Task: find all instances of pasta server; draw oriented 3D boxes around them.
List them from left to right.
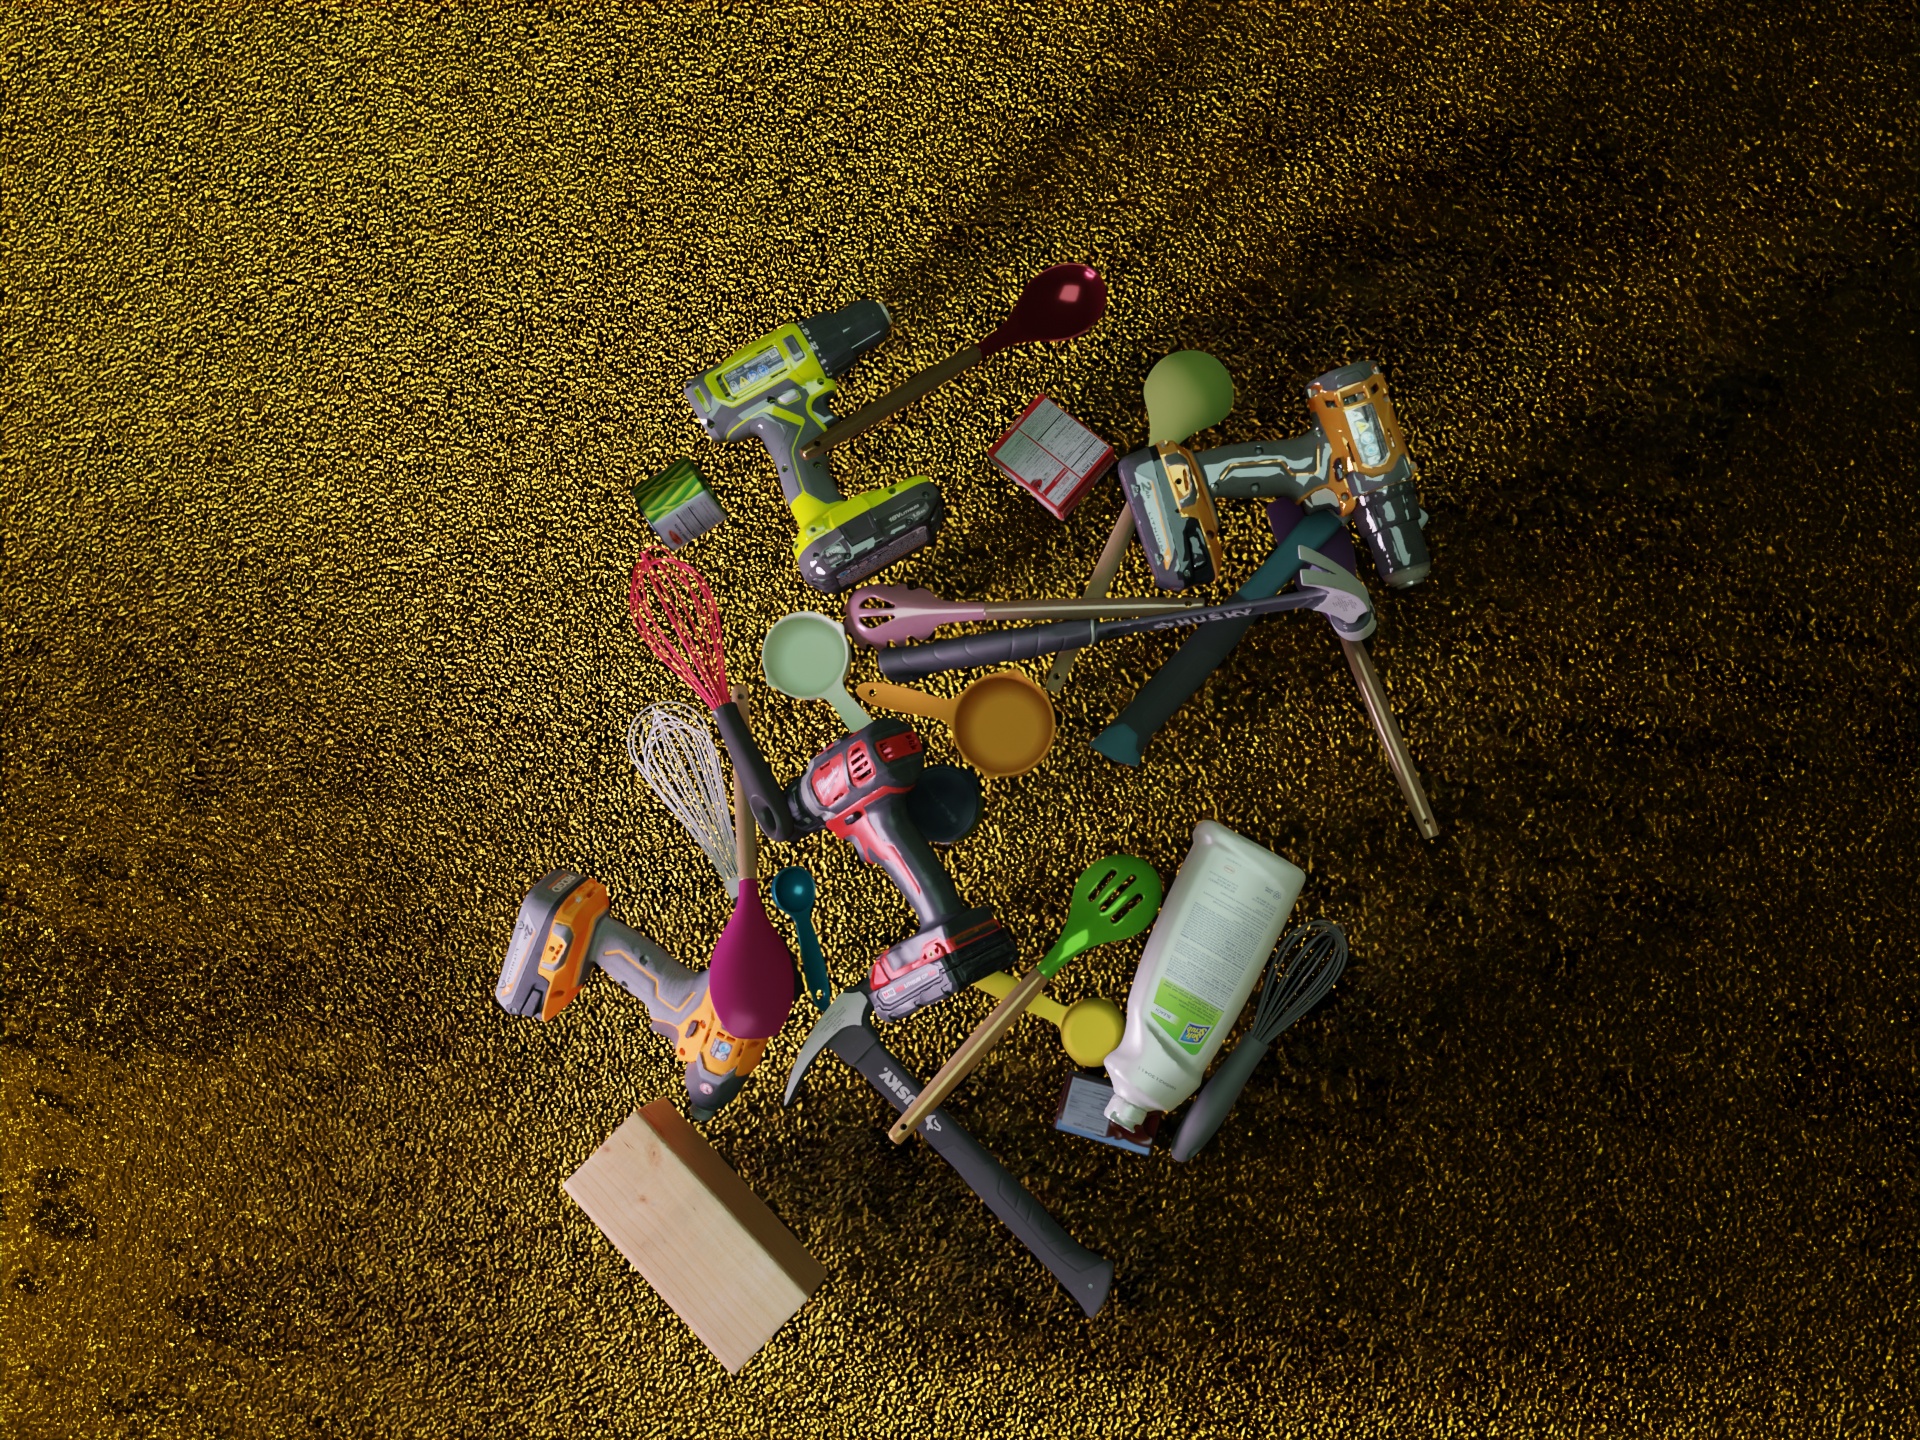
[{"bbox_3d":[0.049,-0.093,1.361,0.316,0.040,0.060,-1,86,10],"label":"pasta server"}]

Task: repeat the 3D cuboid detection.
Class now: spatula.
[{"bbox_3d":[0.341,-0.050,1.348,0.060,0.018,0.316,-21,82,6],"label":"spatula"}]

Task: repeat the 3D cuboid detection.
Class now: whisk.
[{"bbox_3d":[-0.210,-0.025,1.360,0.073,0.073,0.296,-29,72,2],"label":"whisk"},{"bbox_3d":[-0.206,0.114,1.373,0.070,0.070,0.284,-26,86,3],"label":"whisk"},{"bbox_3d":[0.244,0.265,1.313,0.055,0.055,0.239,34,92,8],"label":"whisk"}]

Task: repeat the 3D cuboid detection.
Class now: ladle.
[{"bbox_3d":[-0.005,-0.303,1.365,0.315,0.031,0.069,-33,79,-16],"label":"ladle"},{"bbox_3d":[0.146,-0.170,1.376,0.078,0.062,0.320,25,94,13],"label":"ladle"}]

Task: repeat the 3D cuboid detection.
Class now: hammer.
[{"bbox_3d":[-0.001,0.367,1.333,0.146,0.035,0.335,-45,82,-1],"label":"hammer"},{"bbox_3d":[0.123,-0.075,1.300,0.409,0.149,0.036,-8,72,21],"label":"hammer"},{"bbox_3d":[0.235,-0.088,1.347,0.128,0.033,0.331,43,93,14],"label":"hammer"}]

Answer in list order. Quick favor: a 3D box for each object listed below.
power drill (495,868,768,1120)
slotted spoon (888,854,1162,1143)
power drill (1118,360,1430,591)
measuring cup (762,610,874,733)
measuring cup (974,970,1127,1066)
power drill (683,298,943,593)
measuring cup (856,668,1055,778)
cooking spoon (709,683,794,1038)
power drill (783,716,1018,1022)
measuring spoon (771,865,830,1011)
[{"bbox_3d":[-0.270,0.237,1.345,0.226,0.084,0.164,22,108,4],"label":"power drill"},{"bbox_3d":[0.052,0.232,1.323,0.070,0.031,0.314,42,83,15],"label":"slotted spoon"},{"bbox_3d":[0.261,-0.171,1.295,0.226,0.084,0.185,-19,88,4],"label":"power drill"},{"bbox_3d":[-0.104,-0.020,1.383,0.083,0.038,0.167,-39,84,1],"label":"measuring cup"},{"bbox_3d":[0.068,0.241,1.340,0.156,0.029,0.062,25,87,6],"label":"measuring cup"},{"bbox_3d":[-0.109,-0.245,1.388,0.190,0.080,0.228,-29,80,-2],"label":"power drill"},{"bbox_3d":[-0.002,-0.004,1.363,0.173,0.052,0.095,14,86,9],"label":"measuring cup"},{"bbox_3d":[-0.179,0.111,1.331,0.068,0.017,0.319,0,62,-13],"label":"cooking spoon"},{"bbox_3d":[-0.069,0.127,1.310,0.188,0.080,0.227,-33,80,44],"label":"power drill"},{"bbox_3d":[-0.137,0.189,1.374,0.042,0.021,0.128,-14,91,-39],"label":"measuring spoon"}]
